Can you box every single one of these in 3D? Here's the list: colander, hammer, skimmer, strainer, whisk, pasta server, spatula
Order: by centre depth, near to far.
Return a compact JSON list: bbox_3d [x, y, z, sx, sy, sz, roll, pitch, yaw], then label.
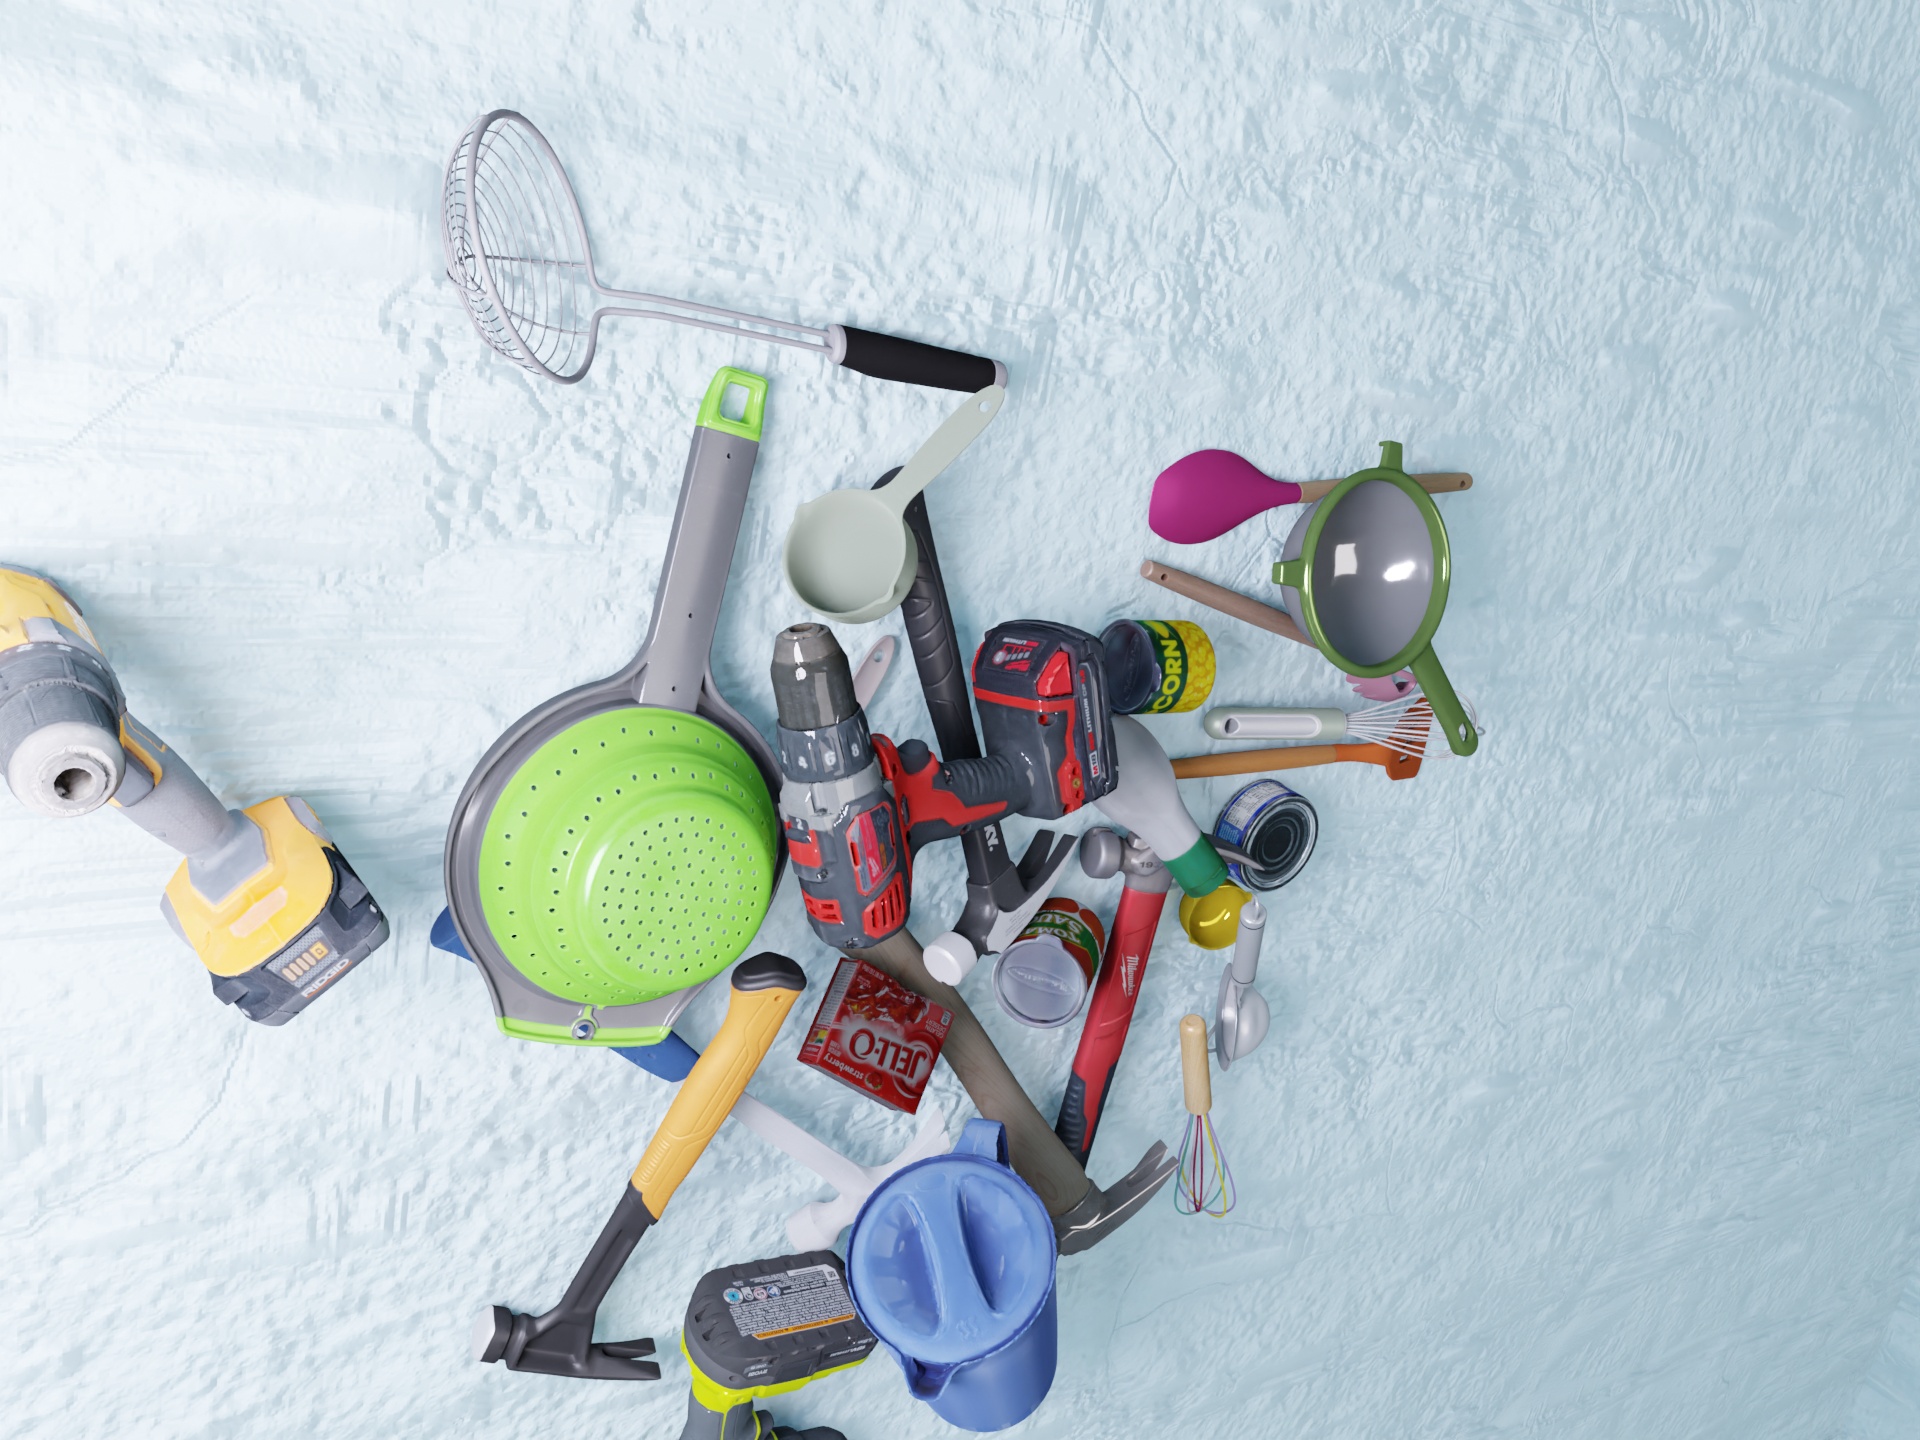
[{"bbox_3d":[-0.101,-0.219,0.838,0.363,0.090,0.127,2,78,-38],"label":"skimmer"},{"bbox_3d":[-0.151,0.005,0.871,0.204,0.095,0.397,11,96,-33],"label":"colander"},{"bbox_3d":[-0.180,0.284,0.994,0.127,0.034,0.336,21,110,-29],"label":"hammer"},{"bbox_3d":[-0.164,0.222,1.012,0.144,0.035,0.405,-36,127,12],"label":"hammer"},{"bbox_3d":[-0.002,-0.003,1.027,0.146,0.035,0.334,-38,125,-41],"label":"hammer"},{"bbox_3d":[0.020,0.241,1.137,0.146,0.038,0.410,-36,121,-6],"label":"hammer"},{"bbox_3d":[0.310,-0.070,1.182,0.151,0.069,0.256,-47,120,-20],"label":"strainer"},{"bbox_3d":[0.248,-0.070,1.197,0.316,0.040,0.060,17,100,-35],"label":"pasta server"},{"bbox_3d":[0.219,0.201,1.224,0.050,0.087,0.258,0,145,5],"label":"strainer"},{"bbox_3d":[0.298,0.003,1.226,0.246,0.059,0.057,0,104,-20],"label":"whisk"},{"bbox_3d":[0.119,0.264,1.234,0.143,0.038,0.386,6,109,-23],"label":"hammer"},{"bbox_3d":[0.268,0.025,1.256,0.322,0.041,0.081,-4,112,-29],"label":"spatula"},{"bbox_3d":[0.193,0.329,1.307,0.051,0.047,0.244,-12,126,-3],"label":"whisk"}]

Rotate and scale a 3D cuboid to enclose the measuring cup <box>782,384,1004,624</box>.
[{"bbox_3d":[-0.030,-0.125,0.917,0.167,0.083,0.038,-46,160,3],"label":"measuring cup"}]

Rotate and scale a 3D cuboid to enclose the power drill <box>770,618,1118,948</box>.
[{"bbox_3d":[-0.014,0.008,0.934,0.226,0.080,0.187,-27,117,-38],"label":"power drill"}]

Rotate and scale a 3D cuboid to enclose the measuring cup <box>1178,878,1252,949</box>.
[{"bbox_3d":[0.173,0.114,1.231,0.062,0.029,0.156,-37,116,-2],"label":"measuring cup"}]

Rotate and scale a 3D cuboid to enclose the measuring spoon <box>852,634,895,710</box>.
[{"bbox_3d":[-0.079,-0.002,1.006,0.034,0.018,0.124,37,80,-40],"label":"measuring spoon"}]

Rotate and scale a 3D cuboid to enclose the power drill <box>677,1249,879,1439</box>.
[{"bbox_3d":[-0.140,0.487,1.126,0.190,0.080,0.228,2,121,-35],"label":"power drill"}]

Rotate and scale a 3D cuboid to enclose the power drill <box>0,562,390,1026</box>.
[{"bbox_3d":[-0.358,0.042,0.718,0.084,0.185,0.226,-41,131,-15],"label":"power drill"}]

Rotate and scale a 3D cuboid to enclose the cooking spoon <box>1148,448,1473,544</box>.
[{"bbox_3d":[0.264,-0.168,1.165,0.318,0.017,0.068,-9,117,-32],"label":"cooking spoon"}]
